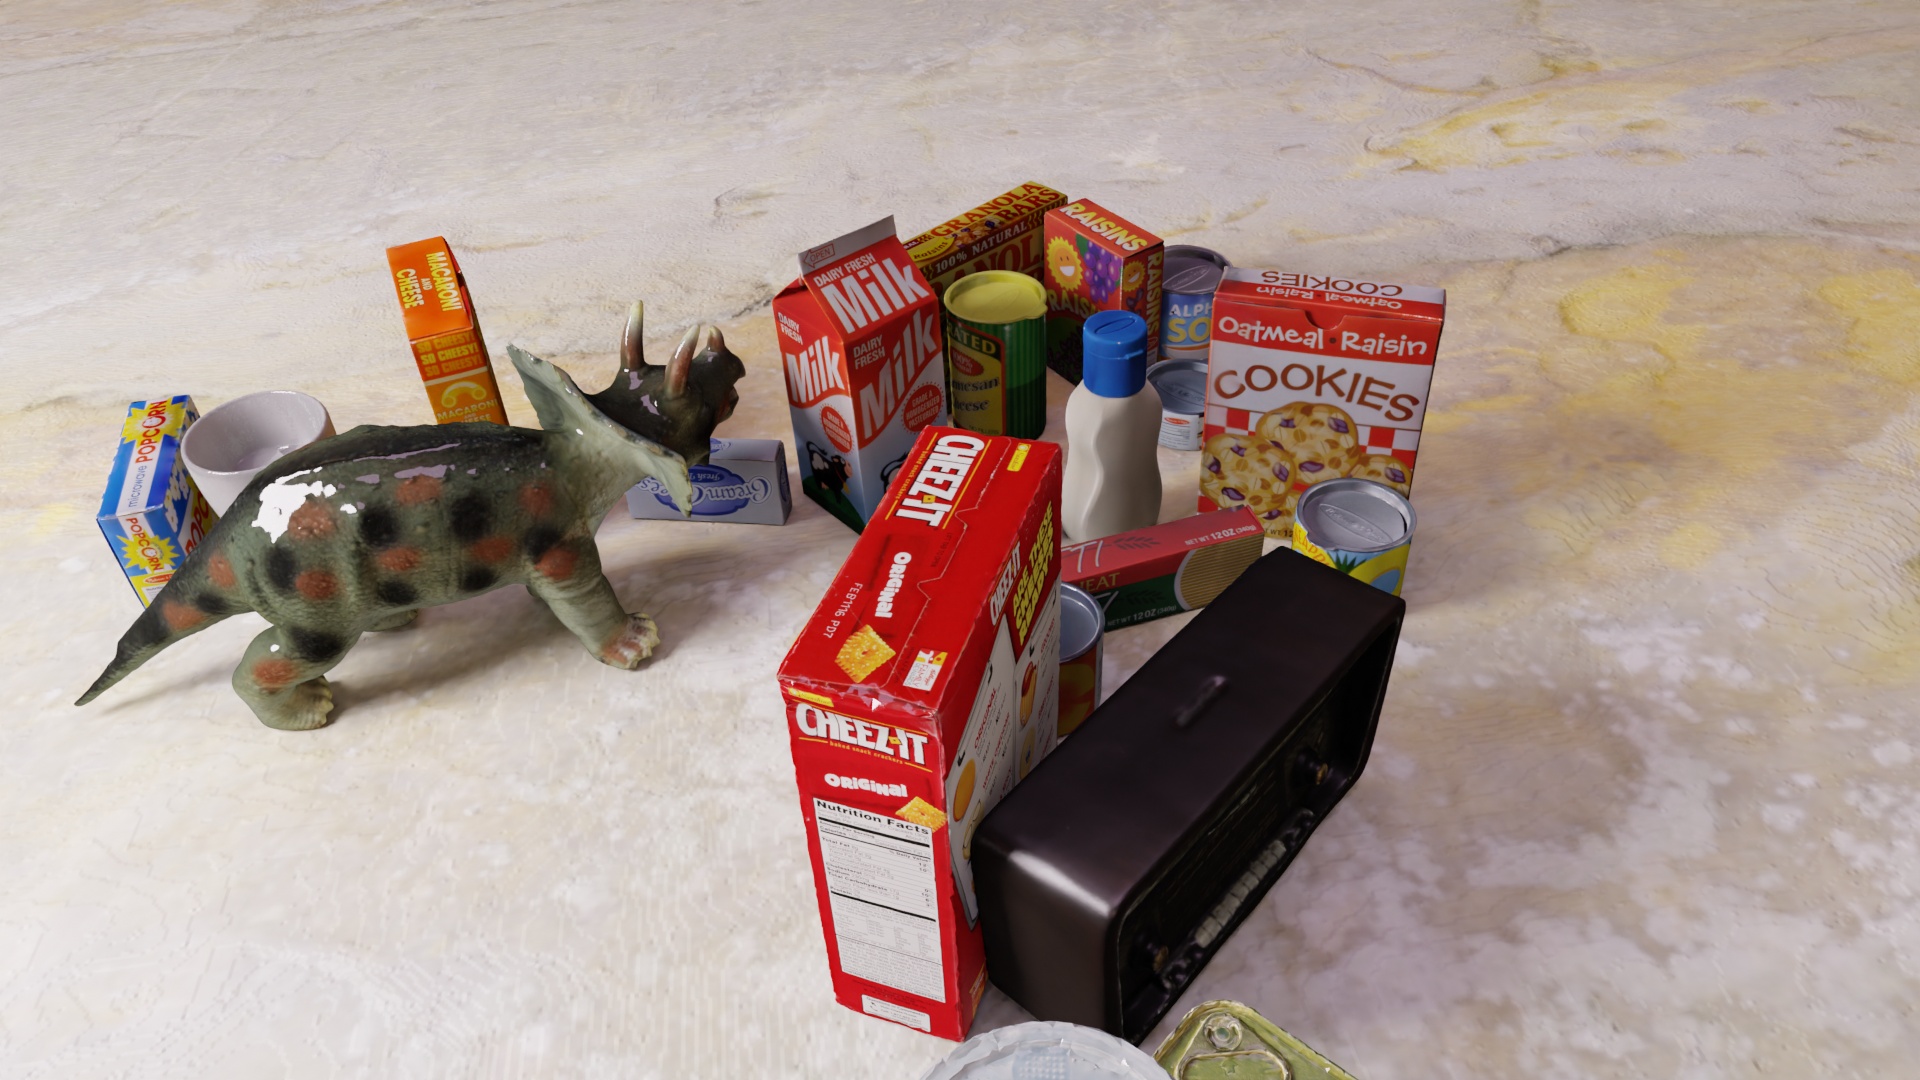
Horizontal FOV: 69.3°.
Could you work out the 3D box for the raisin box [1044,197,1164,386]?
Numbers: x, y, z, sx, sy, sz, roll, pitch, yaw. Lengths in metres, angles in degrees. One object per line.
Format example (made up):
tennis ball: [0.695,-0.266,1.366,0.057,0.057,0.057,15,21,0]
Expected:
raisin box: [0.098,-0.162,0.959,0.040,0.122,0.086,-25,44,-24]

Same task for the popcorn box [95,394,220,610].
popcorn box: [-0.488,-0.021,0.860,0.038,0.084,0.127,-13,41,-11]

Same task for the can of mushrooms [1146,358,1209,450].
can of mushrooms: [0.155,-0.093,0.942,0.071,0.033,0.071,-2,40,2]

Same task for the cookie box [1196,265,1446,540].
cookie box: [0.206,-0.073,0.810,0.123,0.166,0.040,9,41,14]

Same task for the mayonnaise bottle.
mayonnaise bottle: [0.090,-0.064,0.823,0.065,0.147,0.041,-23,44,-22]

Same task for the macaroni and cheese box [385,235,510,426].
macaroni and cheese box: [-0.306,-0.087,0.863,0.040,0.165,0.124,-18,42,-16]

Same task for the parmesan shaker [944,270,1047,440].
parmesan shaker: [0.027,-0.118,0.926,0.071,0.102,0.072,-2,40,2]

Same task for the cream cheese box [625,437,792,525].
cream cheese box: [-0.161,-0.038,0.883,0.104,0.053,0.024,2,40,7]

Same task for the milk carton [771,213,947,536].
milk carton: [-0.059,-0.101,0.844,0.072,0.189,0.073,-31,47,-29]

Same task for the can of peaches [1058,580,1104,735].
can of peaches: [0.041,0.063,0.743,0.071,0.057,0.071,-2,40,2]

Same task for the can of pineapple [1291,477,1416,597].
can of pineapple: [0.222,0.006,0.799,0.071,0.057,0.071,-2,40,2]

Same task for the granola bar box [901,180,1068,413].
granola bar box: [0.004,-0.162,0.964,0.166,0.123,0.039,-32,48,-30]

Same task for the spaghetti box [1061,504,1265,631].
spaghetti box: [0.052,0.032,0.786,0.250,0.049,0.029,-13,41,-12]

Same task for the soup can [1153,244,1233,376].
soup can: [0.157,-0.154,0.975,0.071,0.083,0.072,-2,40,2]
